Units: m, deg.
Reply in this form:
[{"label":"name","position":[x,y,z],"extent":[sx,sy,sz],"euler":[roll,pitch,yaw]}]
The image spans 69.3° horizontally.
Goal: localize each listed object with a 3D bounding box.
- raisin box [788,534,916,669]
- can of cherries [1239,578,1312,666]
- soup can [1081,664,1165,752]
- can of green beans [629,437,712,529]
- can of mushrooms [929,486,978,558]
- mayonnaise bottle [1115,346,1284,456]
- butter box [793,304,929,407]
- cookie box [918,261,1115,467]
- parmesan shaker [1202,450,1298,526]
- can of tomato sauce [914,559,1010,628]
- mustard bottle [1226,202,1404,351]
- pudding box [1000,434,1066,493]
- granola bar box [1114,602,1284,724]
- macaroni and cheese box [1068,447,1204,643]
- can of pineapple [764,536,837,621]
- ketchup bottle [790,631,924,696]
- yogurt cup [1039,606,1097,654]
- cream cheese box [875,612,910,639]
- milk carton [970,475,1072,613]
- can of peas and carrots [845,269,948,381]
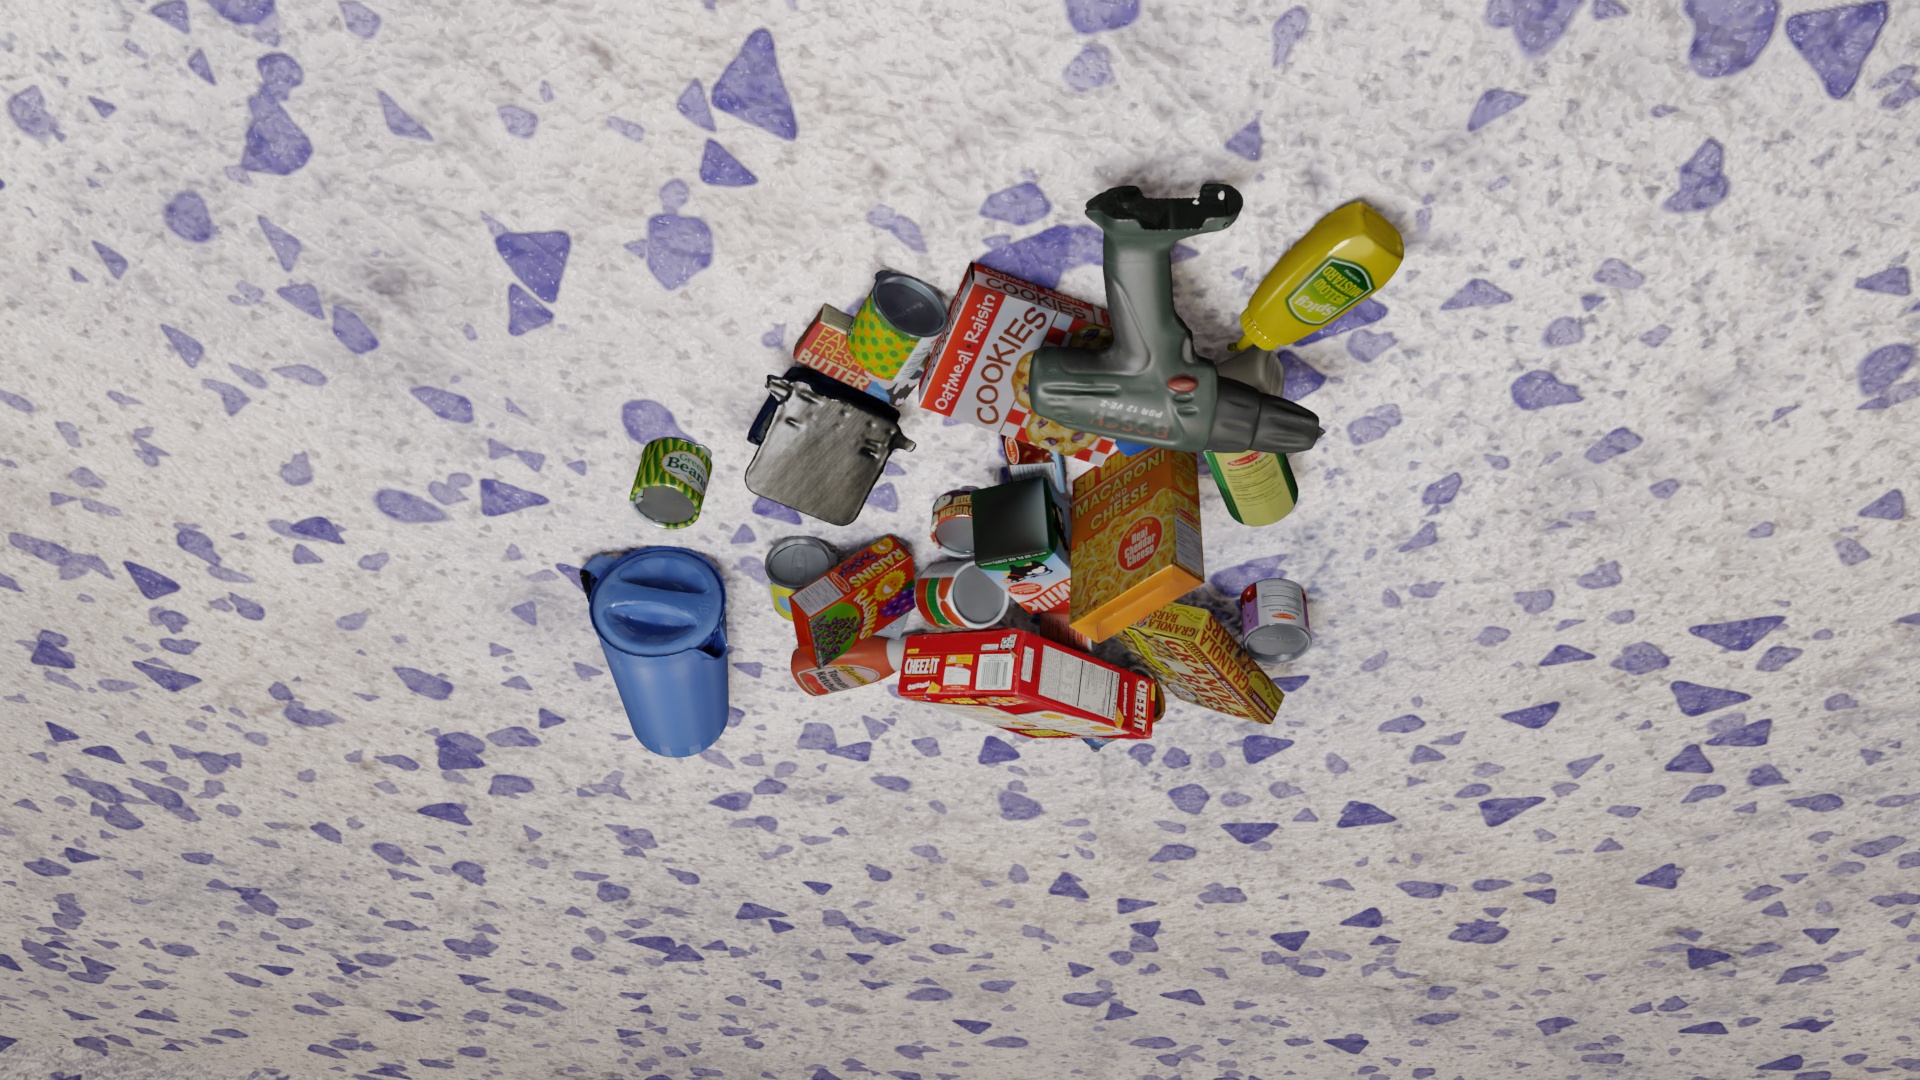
[{"label":"raisin box","position":[-0.103,0.060,1.358],"extent":[0.124,0.040,0.085],"euler":[-32,145,-22]},{"label":"can of cherries","position":[0.311,0.082,1.377],"extent":[0.071,0.059,0.071],"euler":[2,140,2]},{"label":"soup can","position":[0.170,0.181,1.500],"extent":[0.083,0.072,0.071],"euler":[-31,128,35]},{"label":"can of green beans","position":[-0.268,-0.052,1.284],"extent":[0.071,0.058,0.071],"euler":[3,140,3]},{"label":"can of mushrooms","position":[0.005,-0.016,1.315],"extent":[0.071,0.034,0.070],"euler":[4,140,3]},{"label":"mayonnaise bottle","position":[0.196,-0.112,1.161],"extent":[0.147,0.065,0.041],"euler":[-22,120,34]},{"label":"butter box","position":[-0.083,-0.155,1.169],"extent":[0.103,0.024,0.053],"euler":[23,136,-20]},{"label":"cookie box","position":[0.063,-0.142,1.137],"extent":[0.167,0.040,0.122],"euler":[17,124,-13]},{"label":"parmesan shaker","position":[0.246,-0.067,1.203],"extent":[0.071,0.072,0.102],"euler":[-13,137,20]},{"label":"can of tomato sauce","position":[0.002,0.054,1.345],"extent":[0.071,0.071,0.083],"euler":[25,167,-21]},{"label":"mustard bottle","position":[0.264,-0.189,1.070],"extent":[0.065,0.049,0.159],"euler":[29,134,-21]},{"label":"pudding box","position":[0.066,-0.078,1.238],"extent":[0.049,0.030,0.083],"euler":[-3,139,11]},{"label":"granola bar box","position":[0.234,0.119,1.400],"extent":[0.124,0.039,0.165],"euler":[11,154,49]},{"label":"macaroni and cheese box","position":[0.150,-0.009,1.204],"extent":[0.040,0.167,0.123],"euler":[32,133,-28]},{"label":"can of pineapple","position":[-0.156,0.039,1.372],"extent":[0.071,0.071,0.057],"euler":[2,140,3]},{"label":"ketchup bottle","position":[-0.104,0.129,1.490],"extent":[0.148,0.044,0.064],"euler":[-13,138,20]},{"label":"yogurt cup","position":[0.111,0.078,1.392],"extent":[0.054,0.073,0.072],"euler":[4,140,14]},{"label":"cream cheese box","position":[-0.105,0.070,1.436],"extent":[0.104,0.024,0.053],"euler":[12,139,-7]},{"label":"milk carton","position":[0.077,0.014,1.290],"extent":[0.072,0.074,0.190],"euler":[-11,156,18]},{"label":"can of peas and carrots","position":[-0.054,-0.172,1.115],"extent":[0.071,0.071,0.058],"euler":[21,138,-17]}]
